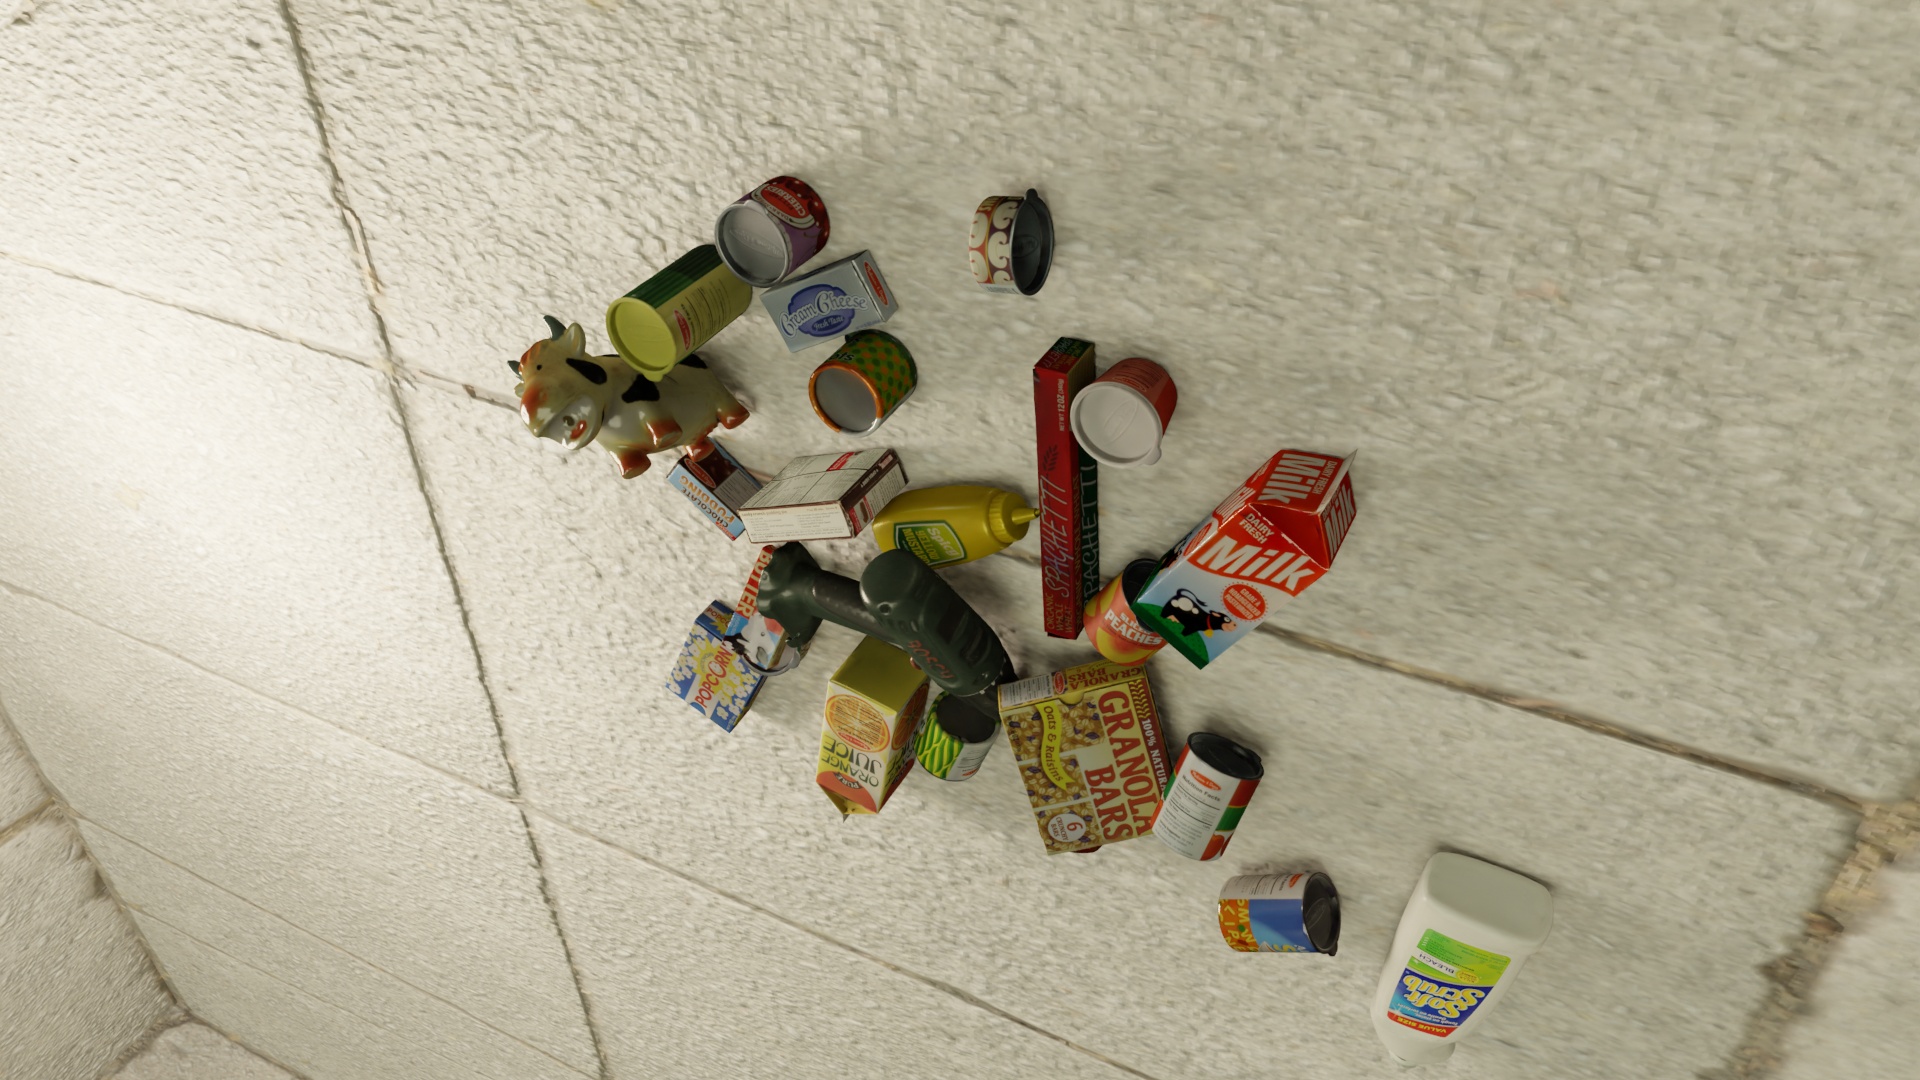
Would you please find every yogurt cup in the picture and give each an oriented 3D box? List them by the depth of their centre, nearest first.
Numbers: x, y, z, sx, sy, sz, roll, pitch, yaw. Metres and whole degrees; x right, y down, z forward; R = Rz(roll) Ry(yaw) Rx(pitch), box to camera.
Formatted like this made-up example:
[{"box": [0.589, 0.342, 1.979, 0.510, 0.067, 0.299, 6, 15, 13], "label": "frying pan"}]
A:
[{"box": [0.118, -0.093, 0.977, 0.072, 0.054, 0.072, 17, 131, 21], "label": "yogurt cup"}]

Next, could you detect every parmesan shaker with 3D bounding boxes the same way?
[{"box": [-0.219, -0.180, 1.090, 0.071, 0.103, 0.071, 17, 131, 21], "label": "parmesan shaker"}]

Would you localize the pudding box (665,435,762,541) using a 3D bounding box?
[{"box": [-0.212, -0.046, 1.228, 0.083, 0.050, 0.030, 44, 133, -6], "label": "pudding box"}]

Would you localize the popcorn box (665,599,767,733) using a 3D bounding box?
[{"box": [-0.238, 0.127, 1.390, 0.085, 0.038, 0.126, 35, 135, 2], "label": "popcorn box"}]

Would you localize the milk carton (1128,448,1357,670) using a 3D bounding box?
[{"box": [0.209, 0.006, 0.982, 0.073, 0.073, 0.189, 41, 135, -1], "label": "milk carton"}]

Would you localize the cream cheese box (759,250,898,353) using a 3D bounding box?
[{"box": [-0.102, -0.182, 1.069, 0.103, 0.024, 0.053, -11, 117, 38], "label": "cream cheese box"}]

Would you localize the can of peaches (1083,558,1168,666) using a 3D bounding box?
[{"box": [0.136, 0.058, 1.072, 0.071, 0.071, 0.057, 41, 136, -2], "label": "can of peaches"}]

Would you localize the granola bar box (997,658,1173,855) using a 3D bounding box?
[{"box": [0.112, 0.183, 1.171, 0.124, 0.039, 0.164, -15, 119, 7], "label": "granola bar box"}]

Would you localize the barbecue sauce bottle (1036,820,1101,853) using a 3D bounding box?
[{"box": [0.093, 0.212, 1.240, 0.065, 0.044, 0.147, 7, 127, 27], "label": "barbecue sauce bottle"}]

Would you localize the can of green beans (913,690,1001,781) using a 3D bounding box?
[{"box": [-0.003, 0.175, 1.256, 0.071, 0.071, 0.057, 32, 134, 7], "label": "can of green beans"}]

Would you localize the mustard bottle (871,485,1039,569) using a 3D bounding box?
[{"box": [0.004, -0.014, 1.115, 0.160, 0.049, 0.065, -9, 123, 37], "label": "mustard bottle"}]

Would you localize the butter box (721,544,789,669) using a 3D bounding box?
[{"box": [-0.175, 0.061, 1.272, 0.053, 0.024, 0.103, 27, 101, 13], "label": "butter box"}]

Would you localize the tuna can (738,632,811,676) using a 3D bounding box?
[{"box": [-0.174, 0.093, 1.311, 0.071, 0.033, 0.071, 5, 105, 20], "label": "tuna can"}]

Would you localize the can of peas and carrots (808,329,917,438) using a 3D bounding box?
[{"box": [-0.077, -0.123, 1.075, 0.071, 0.059, 0.070, 17, 131, 21], "label": "can of peas and carrots"}]

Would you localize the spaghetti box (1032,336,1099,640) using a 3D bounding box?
[{"box": [0.082, -0.033, 1.051, 0.029, 0.050, 0.248, 14, 130, 25], "label": "spaghetti box"}]

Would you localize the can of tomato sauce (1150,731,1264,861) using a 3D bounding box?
[{"box": [0.201, 0.209, 1.134, 0.071, 0.071, 0.082, 26, 110, 13], "label": "can of tomato sauce"}]

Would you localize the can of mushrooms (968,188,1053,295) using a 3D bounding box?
[{"box": [0.035, -0.202, 0.937, 0.033, 0.071, 0.070, 9, 128, 28], "label": "can of mushrooms"}]

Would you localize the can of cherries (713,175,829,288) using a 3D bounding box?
[{"box": [-0.138, -0.231, 1.030, 0.071, 0.059, 0.071, 18, 131, 22], "label": "can of cherries"}]

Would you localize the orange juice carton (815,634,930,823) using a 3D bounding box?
[{"box": [-0.085, 0.188, 1.315, 0.073, 0.072, 0.191, 25, 133, 15], "label": "orange juice carton"}]

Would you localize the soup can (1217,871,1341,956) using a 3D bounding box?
[{"box": [0.274, 0.323, 1.192, 0.083, 0.072, 0.071, -14, 115, 40], "label": "soup can"}]
